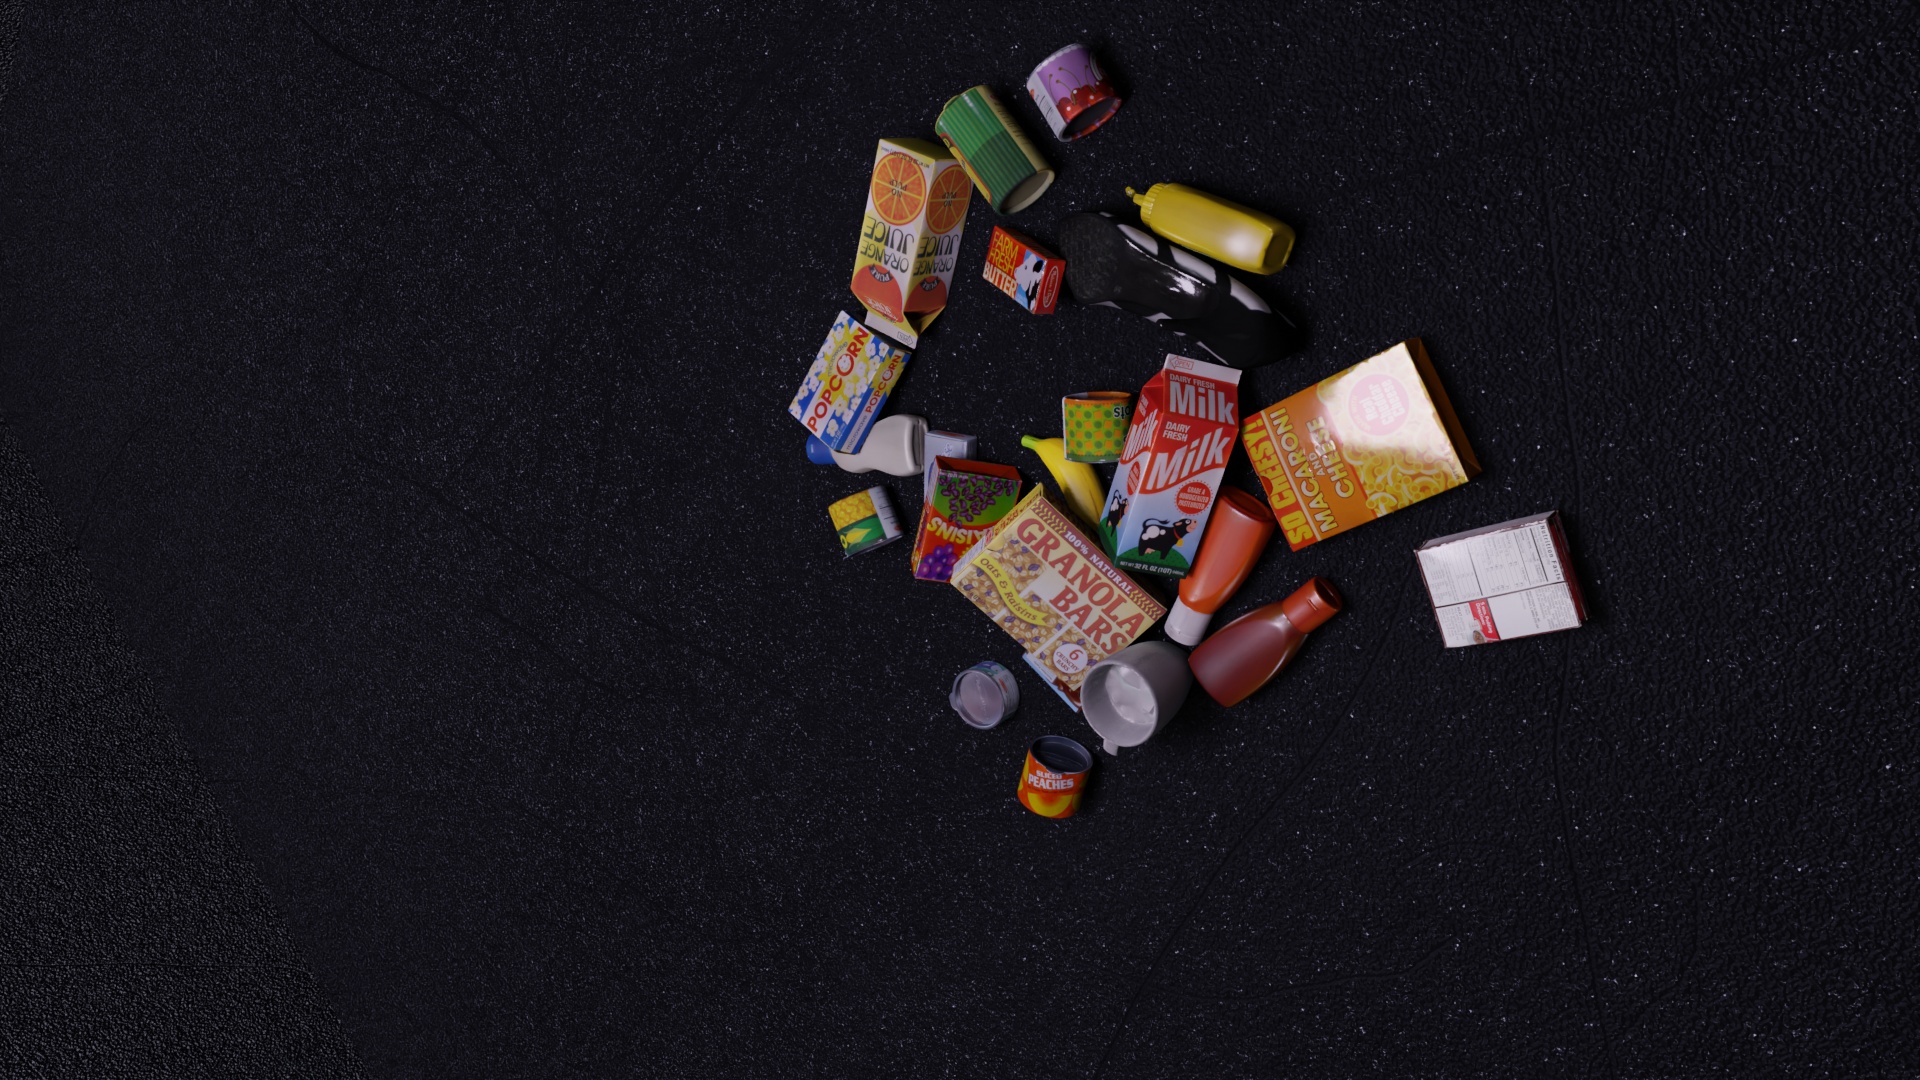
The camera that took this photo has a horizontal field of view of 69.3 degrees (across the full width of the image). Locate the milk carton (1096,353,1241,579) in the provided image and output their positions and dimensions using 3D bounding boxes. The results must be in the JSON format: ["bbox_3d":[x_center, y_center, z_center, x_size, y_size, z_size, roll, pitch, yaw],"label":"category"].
[{"bbox_3d":[0.186,-0.069,1.226,0.072,0.074,0.189,11,114,-13],"label":"milk carton"}]

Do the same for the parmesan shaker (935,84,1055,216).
[{"bbox_3d":[0.031,-0.360,1.285,0.071,0.071,0.103,-43,75,37],"label":"parmesan shaker"}]

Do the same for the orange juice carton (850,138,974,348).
[{"bbox_3d":[-0.050,-0.290,1.366,0.072,0.073,0.191,29,118,28],"label":"orange juice carton"}]

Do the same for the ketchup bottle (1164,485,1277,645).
[{"bbox_3d":[0.228,0.027,1.256,0.065,0.044,0.148,40,123,31],"label":"ketchup bottle"}]

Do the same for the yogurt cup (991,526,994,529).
[{"bbox_3d":[0.064,0.015,1.362,0.072,0.054,0.072,42,142,45],"label":"yogurt cup"}]

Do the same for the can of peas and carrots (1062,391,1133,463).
[{"bbox_3d":[0.130,-0.105,1.283,0.071,0.071,0.058,6,105,36],"label":"can of peas and carrots"}]

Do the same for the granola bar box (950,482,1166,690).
[{"bbox_3d":[0.092,0.046,1.303,0.165,0.039,0.124,42,111,-12],"label":"granola bar box"}]

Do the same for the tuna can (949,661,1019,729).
[{"bbox_3d":[0.025,0.162,1.455,0.071,0.033,0.071,11,108,35],"label":"tuna can"}]

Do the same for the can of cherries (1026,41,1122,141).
[{"bbox_3d":[0.103,-0.396,1.226,0.071,0.072,0.058,-36,80,38],"label":"can of cherries"}]

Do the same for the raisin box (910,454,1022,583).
[{"bbox_3d":[0.005,-0.017,1.389,0.040,0.086,0.122,-110,31,-61],"label":"raisin box"}]

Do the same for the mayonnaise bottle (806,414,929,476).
[{"bbox_3d":[-0.099,-0.100,1.476,0.148,0.041,0.064,2,96,38],"label":"mayonnaise bottle"}]

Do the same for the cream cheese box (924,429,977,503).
[{"bbox_3d":[-0.010,-0.059,1.429,0.053,0.024,0.103,13,109,35],"label":"cream cheese box"}]

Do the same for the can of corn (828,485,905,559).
[{"bbox_3d":[-0.103,-0.019,1.481,0.071,0.071,0.058,-24,86,39],"label":"can of corn"}]

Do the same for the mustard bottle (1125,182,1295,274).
[{"bbox_3d":[0.205,-0.272,1.185,0.160,0.065,0.048,31,114,34],"label":"mustard bottle"}]

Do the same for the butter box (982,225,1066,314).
[{"bbox_3d":[0.058,-0.254,1.298,0.104,0.024,0.053,47,131,49],"label":"butter box"}]

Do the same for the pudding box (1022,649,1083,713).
[{"bbox_3d":[0.107,0.125,1.385,0.084,0.030,0.049,45,124,19],"label":"pudding box"}]

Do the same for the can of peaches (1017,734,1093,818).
[{"bbox_3d":[0.094,0.239,1.399,0.071,0.071,0.057,28,119,29],"label":"can of peaches"}]

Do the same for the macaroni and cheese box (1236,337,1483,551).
[{"bbox_3d":[0.327,-0.077,1.155,0.166,0.040,0.123,-27,85,39],"label":"macaroni and cheese box"}]

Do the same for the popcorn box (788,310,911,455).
[{"bbox_3d":[-0.116,-0.164,1.445,0.085,0.038,0.126,41,108,35],"label":"popcorn box"}]

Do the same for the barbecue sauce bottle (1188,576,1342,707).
[{"bbox_3d":[0.274,0.087,1.238,0.065,0.044,0.148,52,126,10],"label":"barbecue sauce bottle"}]
